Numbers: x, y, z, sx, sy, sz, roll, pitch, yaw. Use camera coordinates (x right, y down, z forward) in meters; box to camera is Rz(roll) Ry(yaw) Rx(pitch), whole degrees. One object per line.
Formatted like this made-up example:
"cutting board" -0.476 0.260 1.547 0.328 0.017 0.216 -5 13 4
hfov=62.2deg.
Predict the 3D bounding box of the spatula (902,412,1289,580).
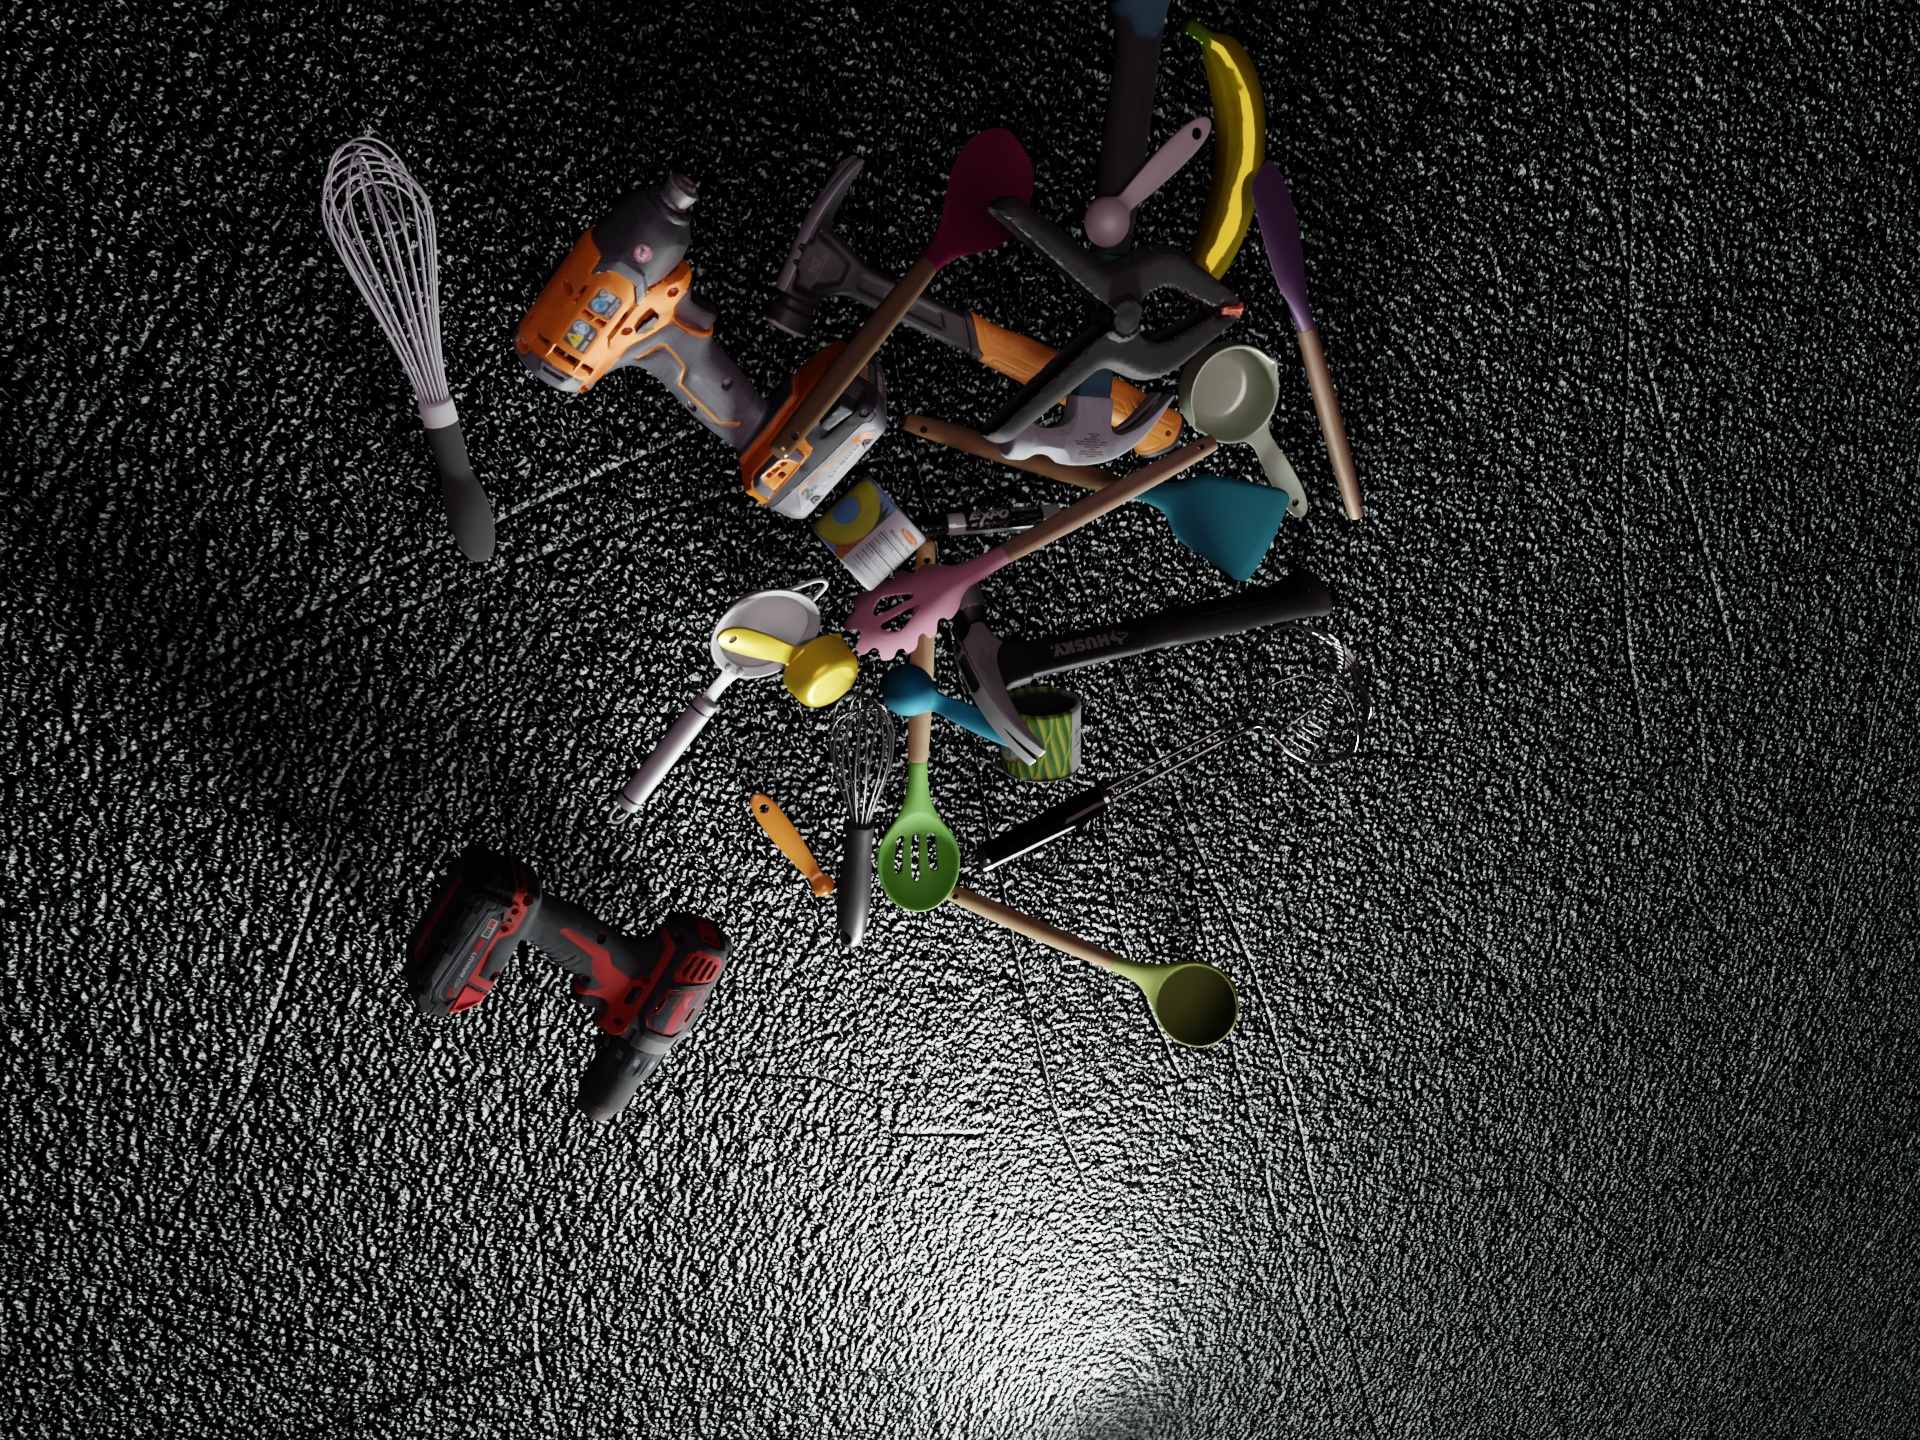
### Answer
"spatula" 0.103 -0.186 1.230 0.317 0.044 0.082 12 117 -24

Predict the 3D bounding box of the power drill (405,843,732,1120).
"power drill" -0.312 0.210 1.236 0.226 0.080 0.188 27 102 -31

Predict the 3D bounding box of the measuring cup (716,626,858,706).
"measuring cup" -0.126 -0.042 1.170 0.062 0.029 0.156 -47 155 13

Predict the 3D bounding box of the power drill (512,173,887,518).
"power drill" -0.159 -0.249 1.059 0.226 0.084 0.164 30 124 -28

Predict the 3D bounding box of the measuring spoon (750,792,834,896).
"measuring spoon" -0.136 0.102 1.287 0.021 0.011 0.116 -35 120 -3

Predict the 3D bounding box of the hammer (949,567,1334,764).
"hammer" 0.157 -0.066 1.280 0.334 0.035 0.146 -13 76 -22

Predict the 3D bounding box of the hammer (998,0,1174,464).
"hammer" 0.108 -0.349 1.140 0.128 0.033 0.331 1 104 -26

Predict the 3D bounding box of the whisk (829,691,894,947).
"whisk" -0.084 0.084 1.282 0.055 0.055 0.238 -4 119 -19

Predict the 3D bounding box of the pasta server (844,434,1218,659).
"pasta server" 0.056 -0.138 1.209 0.316 0.040 0.060 -29 90 -6

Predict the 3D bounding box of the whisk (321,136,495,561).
"whisk" -0.349 -0.233 1.037 0.070 0.070 0.284 -16 123 -13

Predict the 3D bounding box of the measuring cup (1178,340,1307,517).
"measuring cup" 0.230 -0.228 1.264 0.083 0.038 0.167 -39 122 -1

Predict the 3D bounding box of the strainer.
"strainer" -0.190 -0.019 1.197 0.258 0.050 0.086 -50 139 12

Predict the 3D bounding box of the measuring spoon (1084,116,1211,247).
"measuring spoon" 0.136 -0.380 1.114 0.124 0.018 0.034 -46 117 -7

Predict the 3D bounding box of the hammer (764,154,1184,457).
"hammer" 0.031 -0.281 1.166 0.336 0.034 0.127 20 106 -27

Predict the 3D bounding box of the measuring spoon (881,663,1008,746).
"measuring spoon" -0.002 -0.004 1.244 0.128 0.021 0.042 24 109 -4

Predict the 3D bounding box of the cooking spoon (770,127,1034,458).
"cooking spoon" -0.036 -0.288 1.065 0.068 0.017 0.319 49 60 -30

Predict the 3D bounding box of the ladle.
"ladle" 0.116 0.209 1.406 0.320 0.062 0.078 26 99 -25

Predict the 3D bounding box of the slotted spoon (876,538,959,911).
"slotted spoon" -0.031 0.008 1.277 0.070 0.031 0.313 -2 112 -12

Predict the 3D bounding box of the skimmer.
"skimmer" 0.180 0.037 1.358 0.363 0.090 0.127 -28 85 6

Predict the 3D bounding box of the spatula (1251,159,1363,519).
"spatula" 0.278 -0.289 1.250 0.060 0.018 0.315 -55 134 -35
